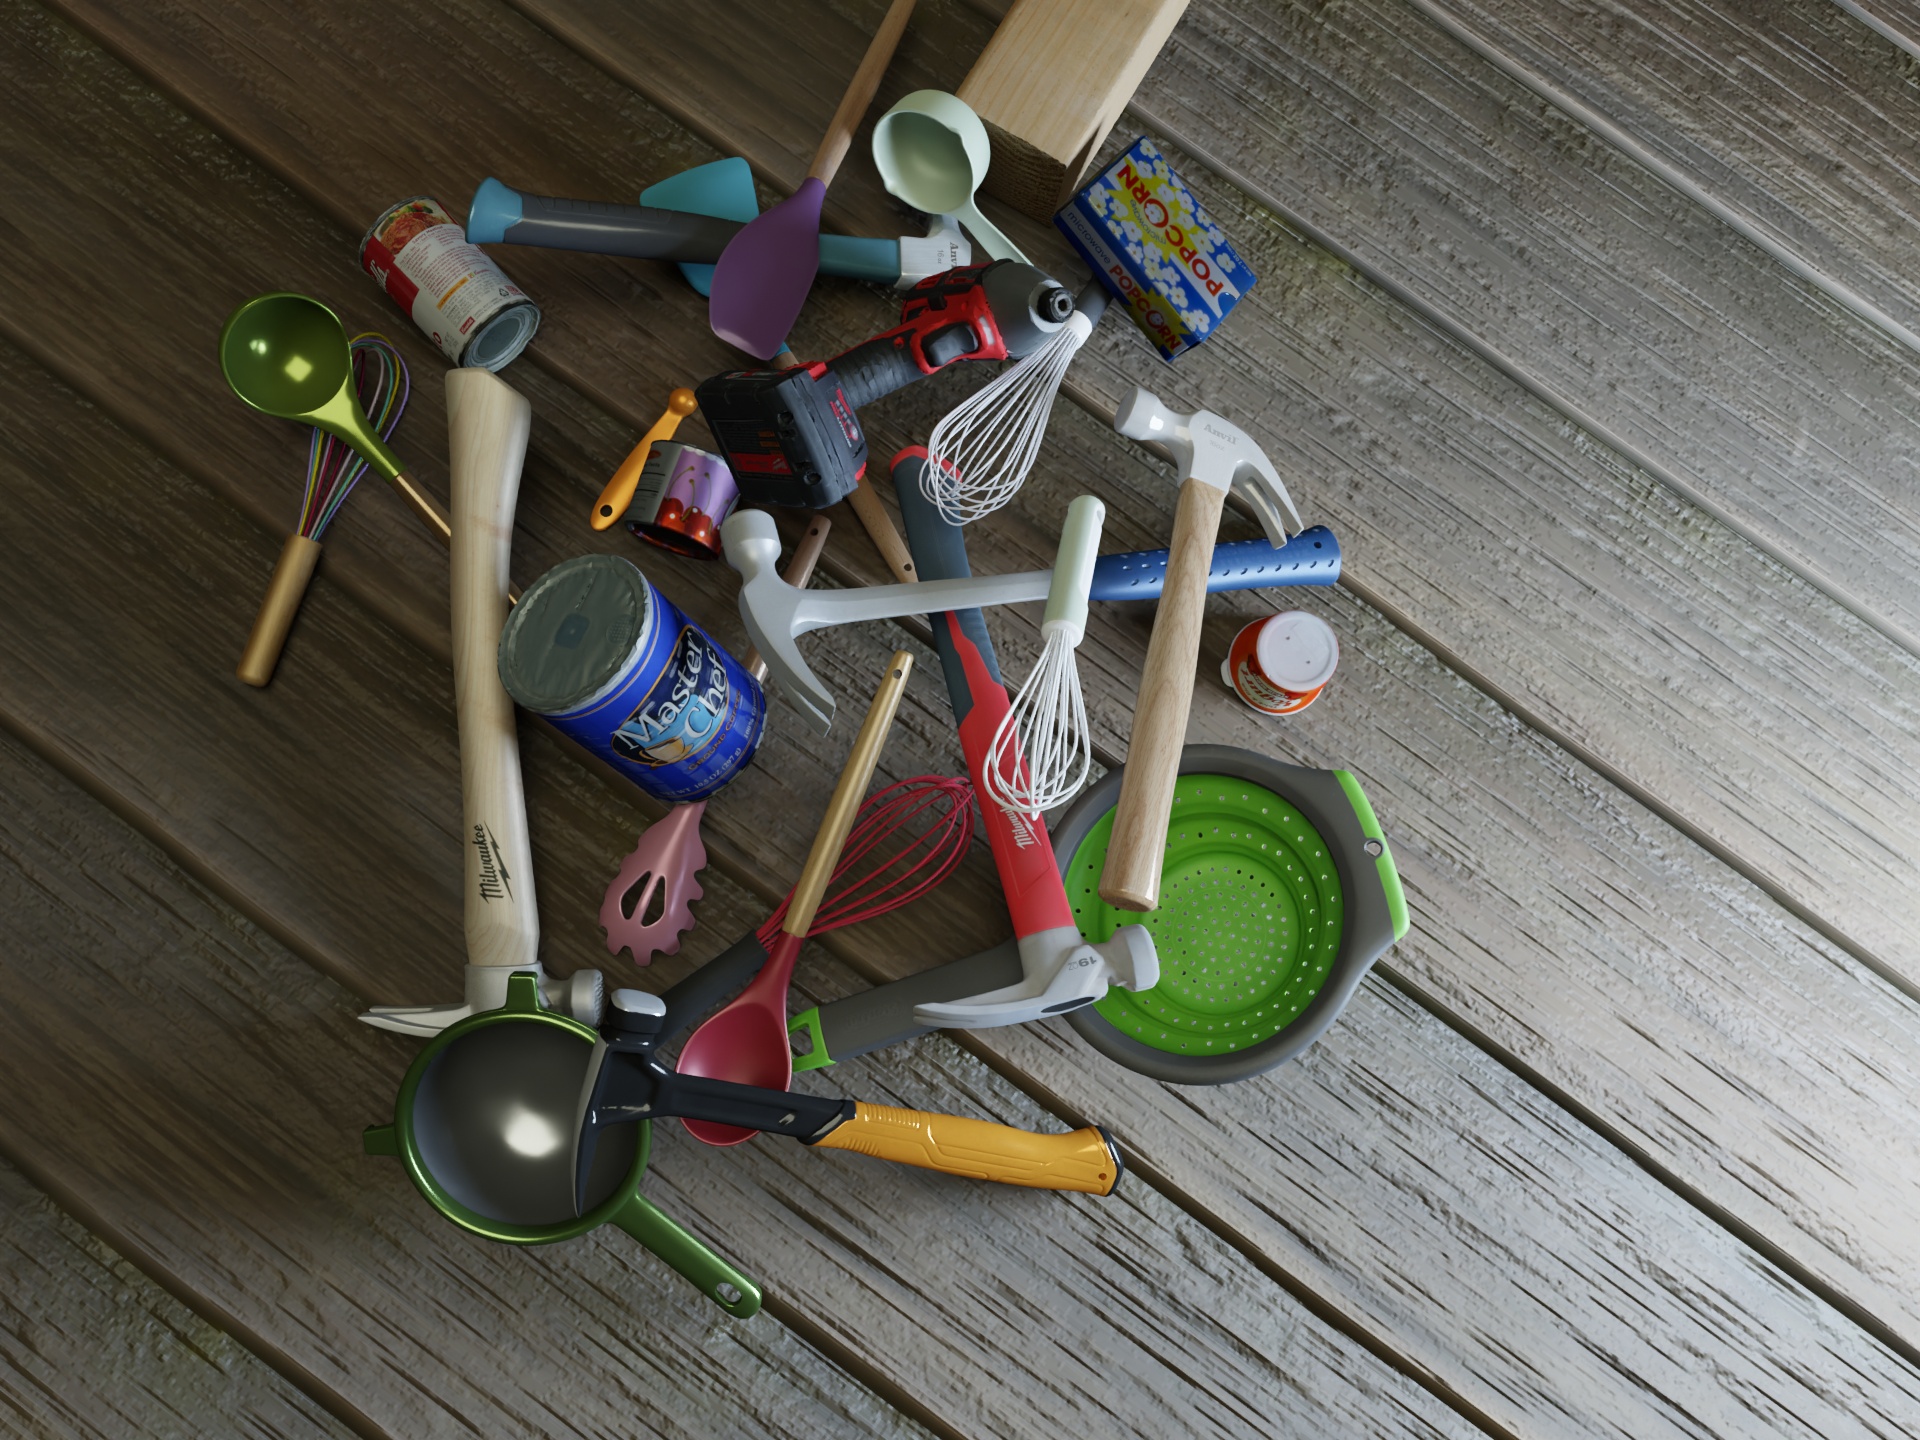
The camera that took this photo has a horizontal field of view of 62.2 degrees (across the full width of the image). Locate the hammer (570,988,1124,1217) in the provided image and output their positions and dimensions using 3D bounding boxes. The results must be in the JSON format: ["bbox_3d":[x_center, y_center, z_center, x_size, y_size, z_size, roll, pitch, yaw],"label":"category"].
[{"bbox_3d":[-0.059,0.250,0.944,0.336,0.034,0.127,14,97,-19],"label":"hammer"}]

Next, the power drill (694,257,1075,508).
[{"bbox_3d":[-0.037,-0.215,0.967,0.219,0.143,0.078,-36,117,-25],"label":"power drill"}]

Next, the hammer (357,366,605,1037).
[{"bbox_3d":[-0.303,-0.009,0.984,0.146,0.038,0.410,-2,92,-3],"label":"hammer"}]

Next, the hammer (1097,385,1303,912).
[{"bbox_3d":[0.131,-0.043,0.962,0.130,0.031,0.331,20,66,-15],"label":"hammer"}]

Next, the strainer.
[{"bbox_3d":[-0.218,0.268,0.969,0.256,0.069,0.151,42,98,-10],"label":"strainer"}]

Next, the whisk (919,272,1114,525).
[{"bbox_3d":[0.059,-0.237,1.054,0.070,0.070,0.285,33,64,3],"label":"whisk"}]

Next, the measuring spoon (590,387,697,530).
[{"bbox_3d":[-0.214,-0.177,1.069,0.021,0.011,0.117,32,80,3],"label":"measuring spoon"}]

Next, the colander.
[{"bbox_3d":[0.077,0.152,0.998,0.397,0.094,0.205,-20,68,12],"label":"colander"}]

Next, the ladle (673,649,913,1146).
[{"bbox_3d":[-0.093,0.104,0.960,0.069,0.031,0.315,22,88,-7],"label":"ladle"}]

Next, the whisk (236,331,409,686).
[{"bbox_3d":[-0.422,-0.140,1.036,0.051,0.047,0.245,18,83,-1],"label":"whisk"}]

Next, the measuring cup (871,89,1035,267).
[{"bbox_3d":[0.014,-0.348,1.062,0.167,0.083,0.038,43,58,-21],"label":"measuring cup"}]

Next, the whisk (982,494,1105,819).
[{"bbox_3d":[0.058,-0.044,0.921,0.059,0.057,0.247,-1,49,17],"label":"whisk"}]

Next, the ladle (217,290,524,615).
[{"bbox_3d":[-0.338,-0.135,1.004,0.078,0.062,0.320,-42,99,-8],"label":"ladle"}]

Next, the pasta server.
[{"bbox_3d":[-0.152,0.007,1.035,0.060,0.040,0.316,22,76,1],"label":"pasta server"}]

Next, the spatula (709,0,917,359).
[{"bbox_3d":[-0.088,-0.375,1.052,0.059,0.018,0.316,27,70,-14],"label":"spatula"}]

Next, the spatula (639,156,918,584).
[{"bbox_3d":[-0.107,-0.226,1.067,0.082,0.044,0.317,-28,84,-22],"label":"spatula"}]

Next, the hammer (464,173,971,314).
[{"bbox_3d":[-0.152,-0.314,1.043,0.331,0.033,0.128,1,77,-19],"label":"hammer"}]

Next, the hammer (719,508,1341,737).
[{"bbox_3d":[0.062,-0.081,0.994,0.405,0.035,0.144,-8,62,-22],"label":"hammer"}]

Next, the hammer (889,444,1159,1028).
[{"bbox_3d":[-0.002,-0.003,0.983,0.143,0.038,0.387,-12,65,-9],"label":"hammer"}]

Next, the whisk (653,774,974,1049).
[{"bbox_3d":[-0.108,0.129,1.001,0.296,0.073,0.073,-37,84,-4],"label":"whisk"}]
